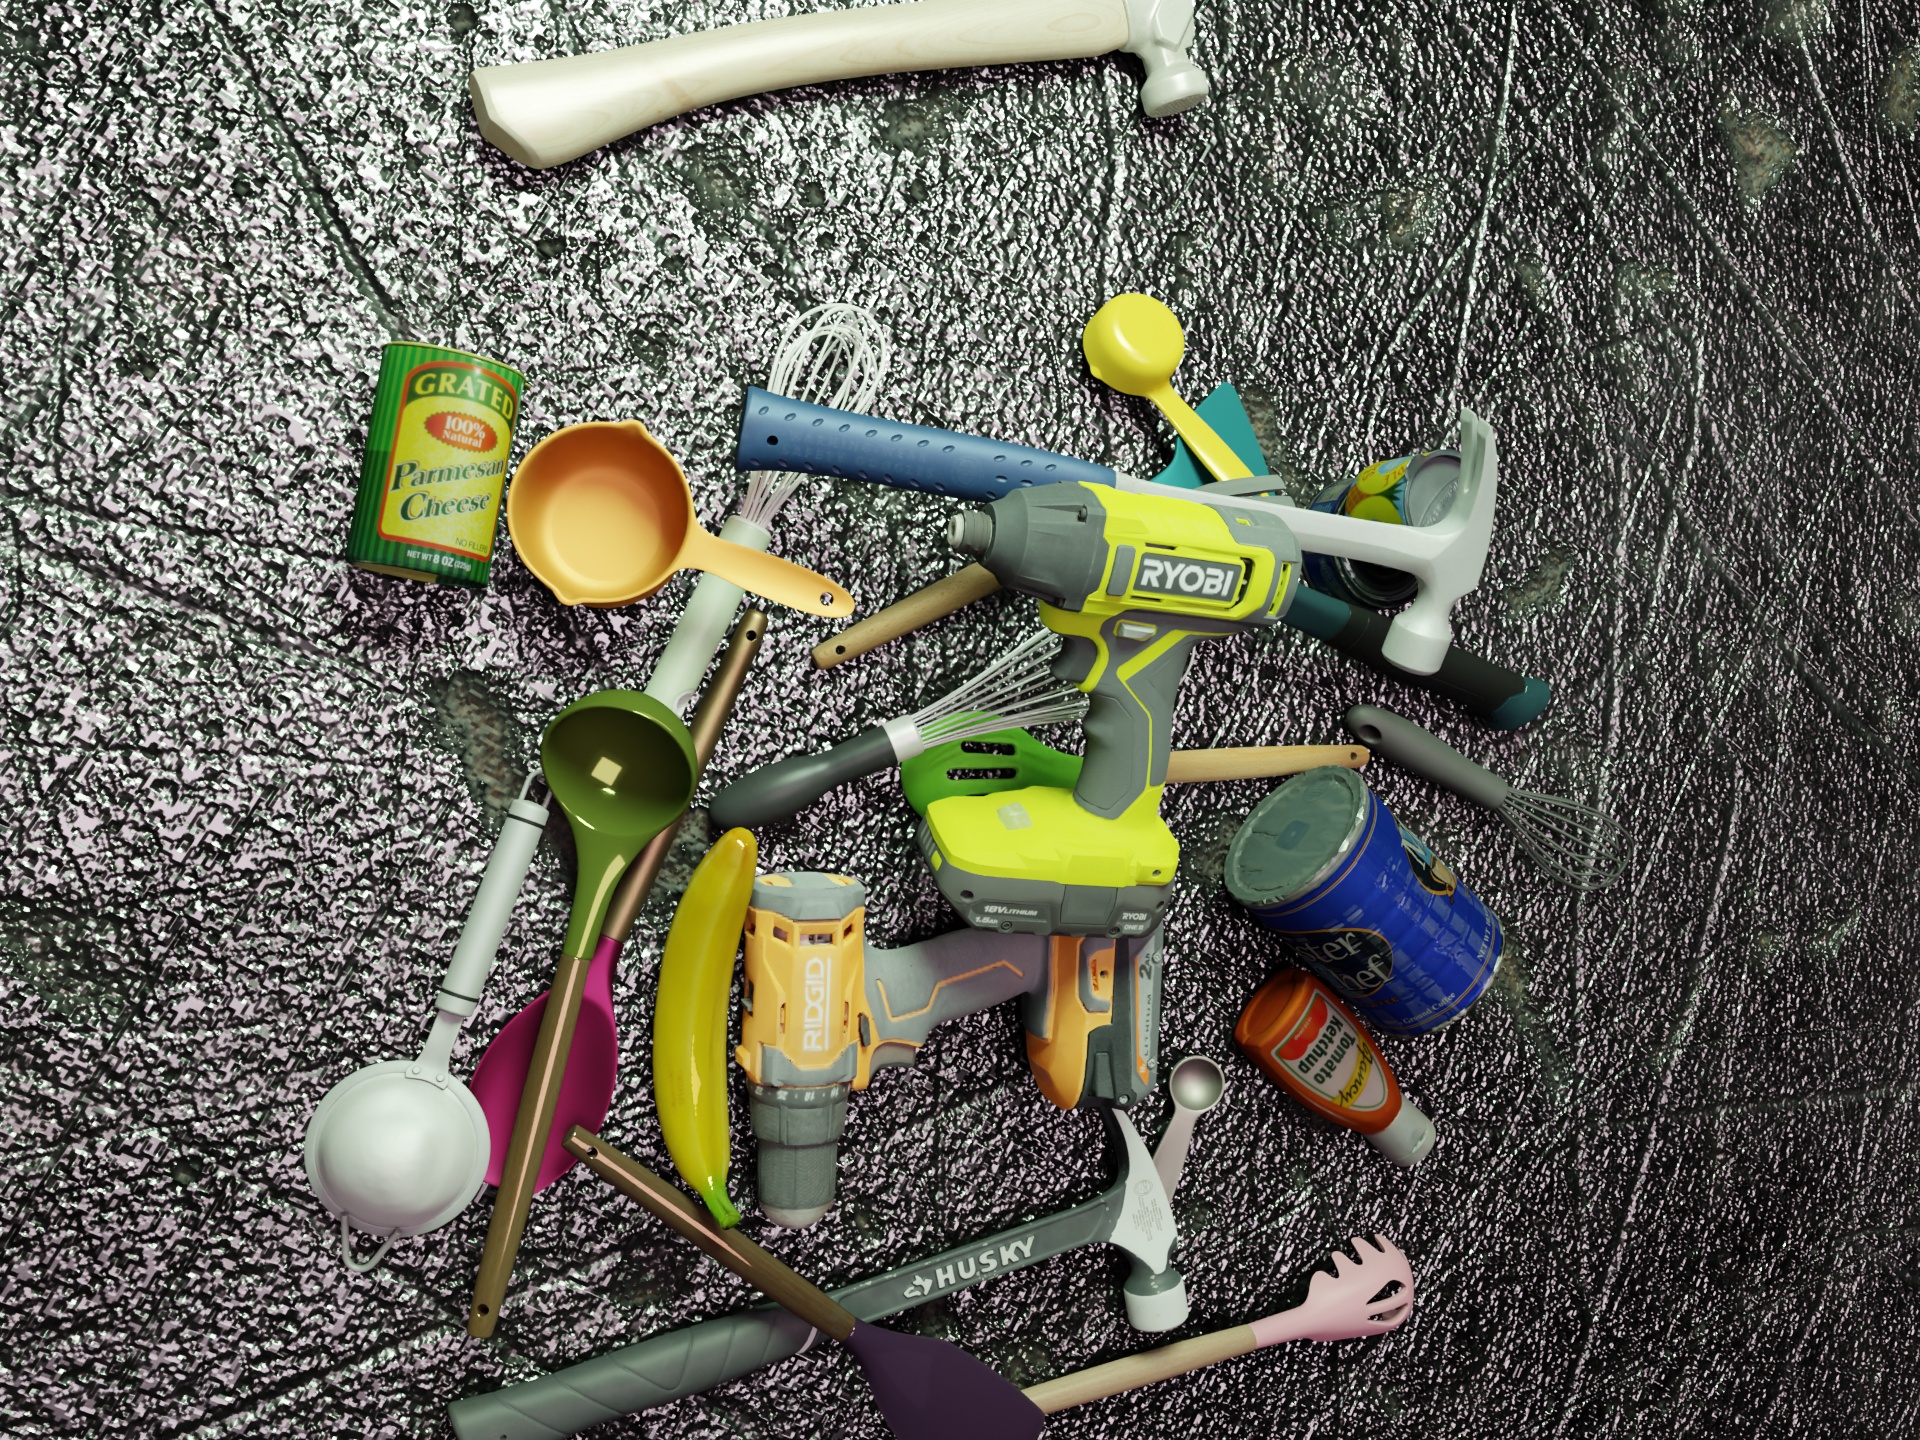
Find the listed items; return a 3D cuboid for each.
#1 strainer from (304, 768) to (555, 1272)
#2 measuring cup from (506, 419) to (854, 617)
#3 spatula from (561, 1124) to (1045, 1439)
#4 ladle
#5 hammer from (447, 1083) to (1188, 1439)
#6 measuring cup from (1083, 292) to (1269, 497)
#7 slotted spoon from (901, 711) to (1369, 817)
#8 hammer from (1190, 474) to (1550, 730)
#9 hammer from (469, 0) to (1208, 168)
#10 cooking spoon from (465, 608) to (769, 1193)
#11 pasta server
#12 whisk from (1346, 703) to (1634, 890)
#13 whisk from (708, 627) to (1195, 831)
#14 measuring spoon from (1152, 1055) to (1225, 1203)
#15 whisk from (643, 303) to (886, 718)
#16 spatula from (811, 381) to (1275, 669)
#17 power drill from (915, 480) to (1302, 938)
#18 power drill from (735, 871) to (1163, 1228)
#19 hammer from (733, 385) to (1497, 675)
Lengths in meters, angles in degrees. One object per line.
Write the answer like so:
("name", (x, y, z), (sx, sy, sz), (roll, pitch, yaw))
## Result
("strainer", (-0.250, 0.145, 0.773), (0.087, 0.050, 0.258), (20, 80, -9))
("measuring cup", (-0.137, -0.084, 0.791), (0.173, 0.052, 0.095), (21, 84, -10))
("spatula", (-0.080, 0.305, 0.827), (0.315, 0.018, 0.060), (41, 74, -16))
("ladle", (-0.196, 0.141, 0.770), (0.078, 0.062, 0.320), (14, 85, 0))
("hammer", (-0.065, 0.314, 0.860), (0.409, 0.036, 0.149), (-11, 92, -23))
("measuring cup", (0.133, -0.181, 0.910), (0.062, 0.029, 0.156), (-37, 84, -30))
("slotted spoon", (0.115, 0.026, 0.939), (0.313, 0.031, 0.070), (-2, 89, -25))
("hammer", (0.234, -0.055, 0.961), (0.330, 0.033, 0.128), (19, 128, -29))
("hammer", (-0.056, -0.369, 0.846), (0.410, 0.038, 0.146), (-19, 98, -22))
("cooking spoon", (-0.168, 0.088, 0.817), (0.068, 0.017, 0.319), (25, 81, -12))
("pasta server", (0.148, 0.379, 0.966), (0.316, 0.040, 0.060), (-8, 95, -20))
("whisk", (0.344, 0.048, 1.034), (0.238, 0.055, 0.055), (28, 80, -17))
("whisk", (-0.001, -0.003, 0.852), (0.284, 0.070, 0.070), (-23, 101, -9))
("measuring spoon", (0.125, 0.260, 0.958), (0.034, 0.018, 0.124), (21, 90, -7))
("whisk", (-0.107, -0.108, 0.829), (0.059, 0.057, 0.246), (24, 84, 12))
("spatula", (0.054, -0.101, 0.911), (0.317, 0.044, 0.082), (-27, 102, -16))
("power drill", (0.059, -0.007, 0.796), (0.171, 0.080, 0.223), (5, 114, -19))
("power drill", (-0.009, 0.174, 0.861), (0.226, 0.084, 0.185), (1, 93, -20))
("hammer", (0.089, -0.121, 0.824), (0.405, 0.035, 0.144), (8, 116, -12))
